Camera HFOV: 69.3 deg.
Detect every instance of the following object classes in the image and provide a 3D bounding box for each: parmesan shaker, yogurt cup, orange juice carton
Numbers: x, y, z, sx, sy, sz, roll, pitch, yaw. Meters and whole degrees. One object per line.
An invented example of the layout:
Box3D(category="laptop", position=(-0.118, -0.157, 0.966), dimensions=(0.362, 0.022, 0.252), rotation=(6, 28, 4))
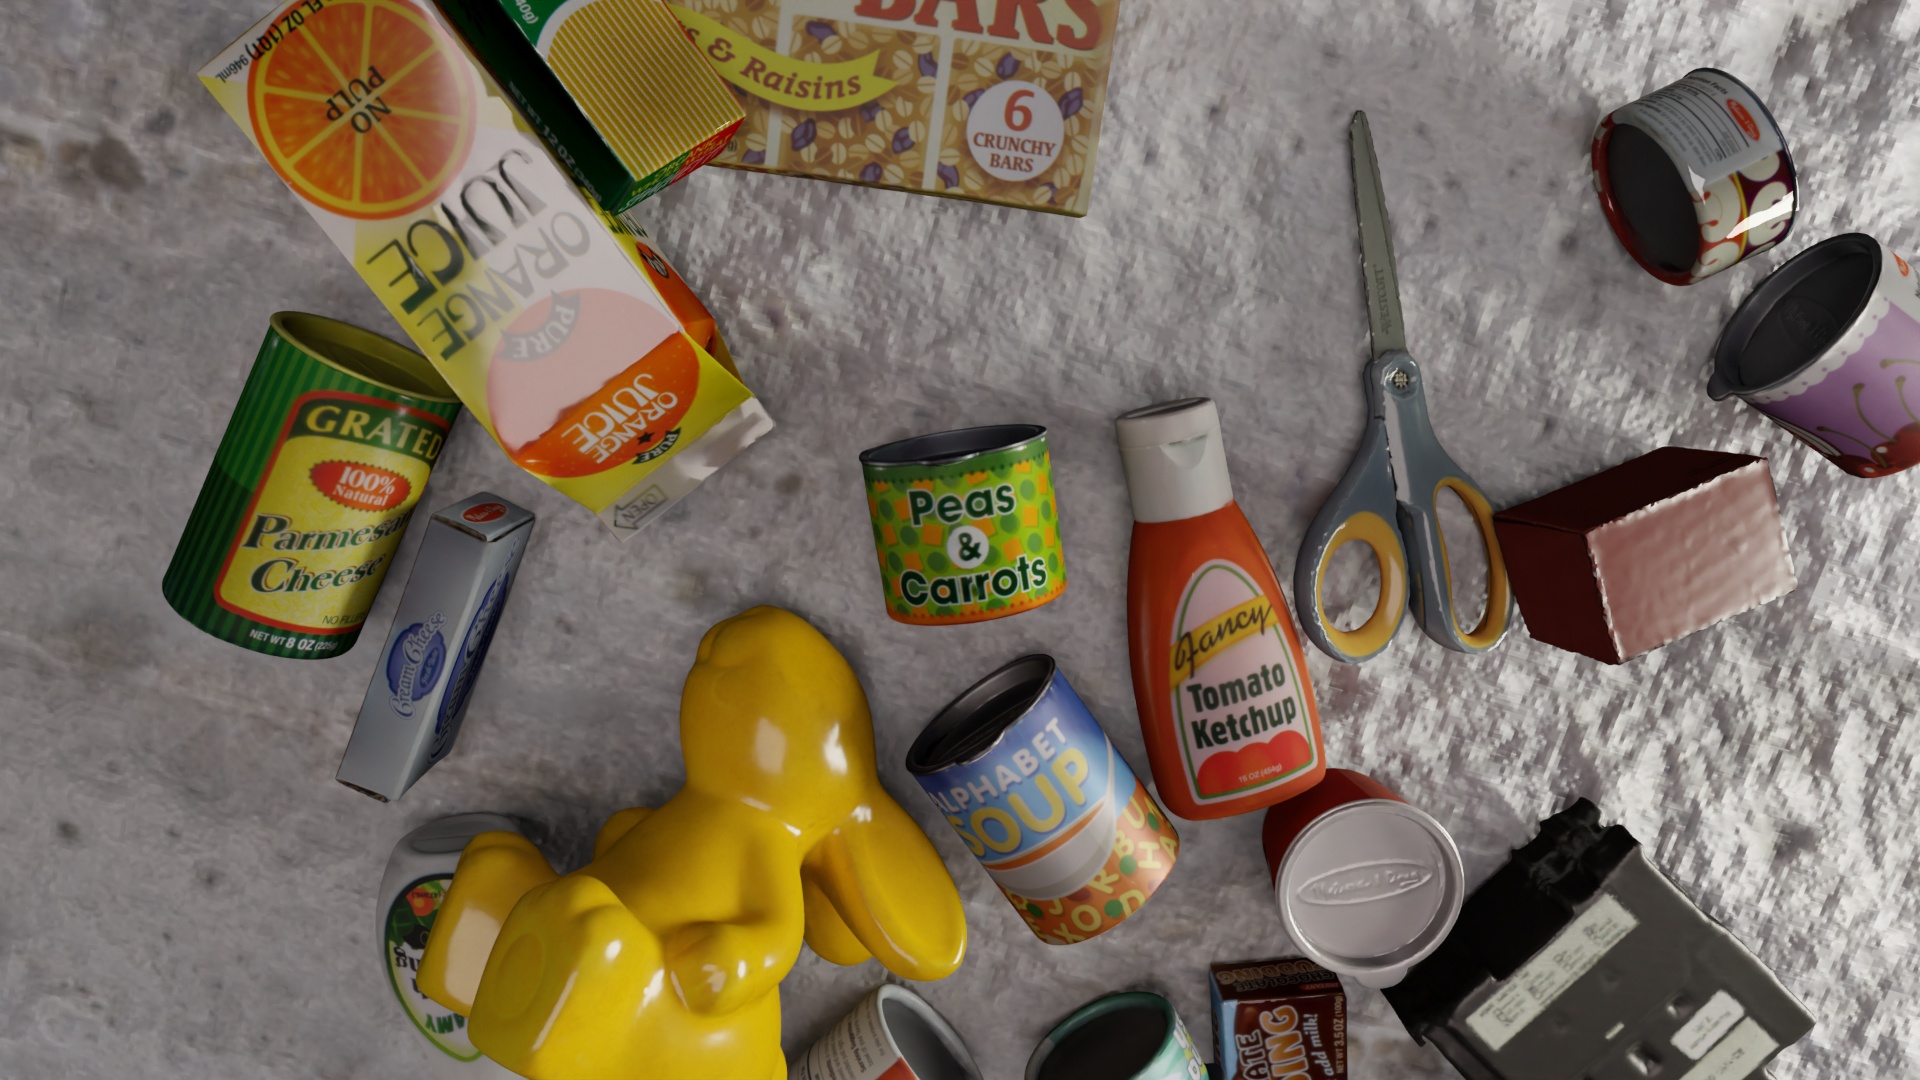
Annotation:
Box3D(category="parmesan shaker", position=(-0.220, -0.018, 0.481), dimensions=(0.071, 0.071, 0.103), rotation=(26, 100, -6))
Box3D(category="yogurt cup", position=(0.146, 0.120, 0.521), dimensions=(0.072, 0.054, 0.072), rotation=(0, 101, -1))
Box3D(category="orange juice carton", position=(-0.147, -0.094, 0.463), dimensions=(0.072, 0.073, 0.192), rotation=(-36, 100, 5))

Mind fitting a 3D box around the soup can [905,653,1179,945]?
Box3D(category="soup can", position=(0.030, 0.095, 0.504), dimensions=(0.071, 0.071, 0.083), rotation=(-35, 100, 5))

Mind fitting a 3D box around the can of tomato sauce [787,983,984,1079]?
Box3D(category="can of tomato sauce", position=(-0.038, 0.222, 0.530), dimensions=(0.083, 0.071, 0.071), rotation=(-43, 99, 6))

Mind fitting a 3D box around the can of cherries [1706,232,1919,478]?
Box3D(category="can of cherries", position=(0.311, -0.062, 0.486), dimensions=(0.058, 0.071, 0.071), rotation=(32, 99, -8))

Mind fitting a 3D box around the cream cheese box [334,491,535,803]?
Box3D(category="cream cheese box", position=(-0.186, 0.037, 0.497), dimensions=(0.024, 0.053, 0.103), rotation=(23, 99, -3))

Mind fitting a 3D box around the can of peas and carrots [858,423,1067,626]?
Box3D(category="can of peas and carrots", position=(0.002, -0.006, 0.485), dimensions=(0.071, 0.071, 0.058), rotation=(-9, 102, 0))

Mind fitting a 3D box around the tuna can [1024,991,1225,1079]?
Box3D(category="tuna can", position=(0.062, 0.204, 0.528), dimensions=(0.071, 0.071, 0.032), rotation=(-27, 100, 4))

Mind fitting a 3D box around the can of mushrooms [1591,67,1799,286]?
Box3D(category="can of mushrooms", position=(0.248, -0.121, 0.473), dimensions=(0.033, 0.071, 0.071), rotation=(-26, 100, 4))

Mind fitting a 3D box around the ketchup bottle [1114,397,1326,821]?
Box3D(category="ketchup bottle", position=(0.089, 0.024, 0.506), dimensions=(0.065, 0.043, 0.148), rotation=(-15, 100, -9))

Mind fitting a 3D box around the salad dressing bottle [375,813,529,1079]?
Box3D(category="salad dressing bottle", position=(-0.183, 0.181, 0.529), dimensions=(0.064, 0.044, 0.147), rotation=(-4, 101, -4))

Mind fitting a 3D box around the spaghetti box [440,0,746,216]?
Box3D(category="spaghetti box", position=(-0.161, -0.212, 0.410), dimensions=(0.050, 0.028, 0.249), rotation=(-44, 102, -33))

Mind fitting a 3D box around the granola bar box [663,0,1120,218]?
Box3D(category="granola bar box", position=(-0.030, -0.182, 0.467), dimensions=(0.166, 0.039, 0.124), rotation=(7, 100, -3))

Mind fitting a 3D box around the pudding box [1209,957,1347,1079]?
Box3D(category="pudding box", position=(0.126, 0.210, 0.549), dimensions=(0.050, 0.030, 0.083), rotation=(-4, 101, 0))
